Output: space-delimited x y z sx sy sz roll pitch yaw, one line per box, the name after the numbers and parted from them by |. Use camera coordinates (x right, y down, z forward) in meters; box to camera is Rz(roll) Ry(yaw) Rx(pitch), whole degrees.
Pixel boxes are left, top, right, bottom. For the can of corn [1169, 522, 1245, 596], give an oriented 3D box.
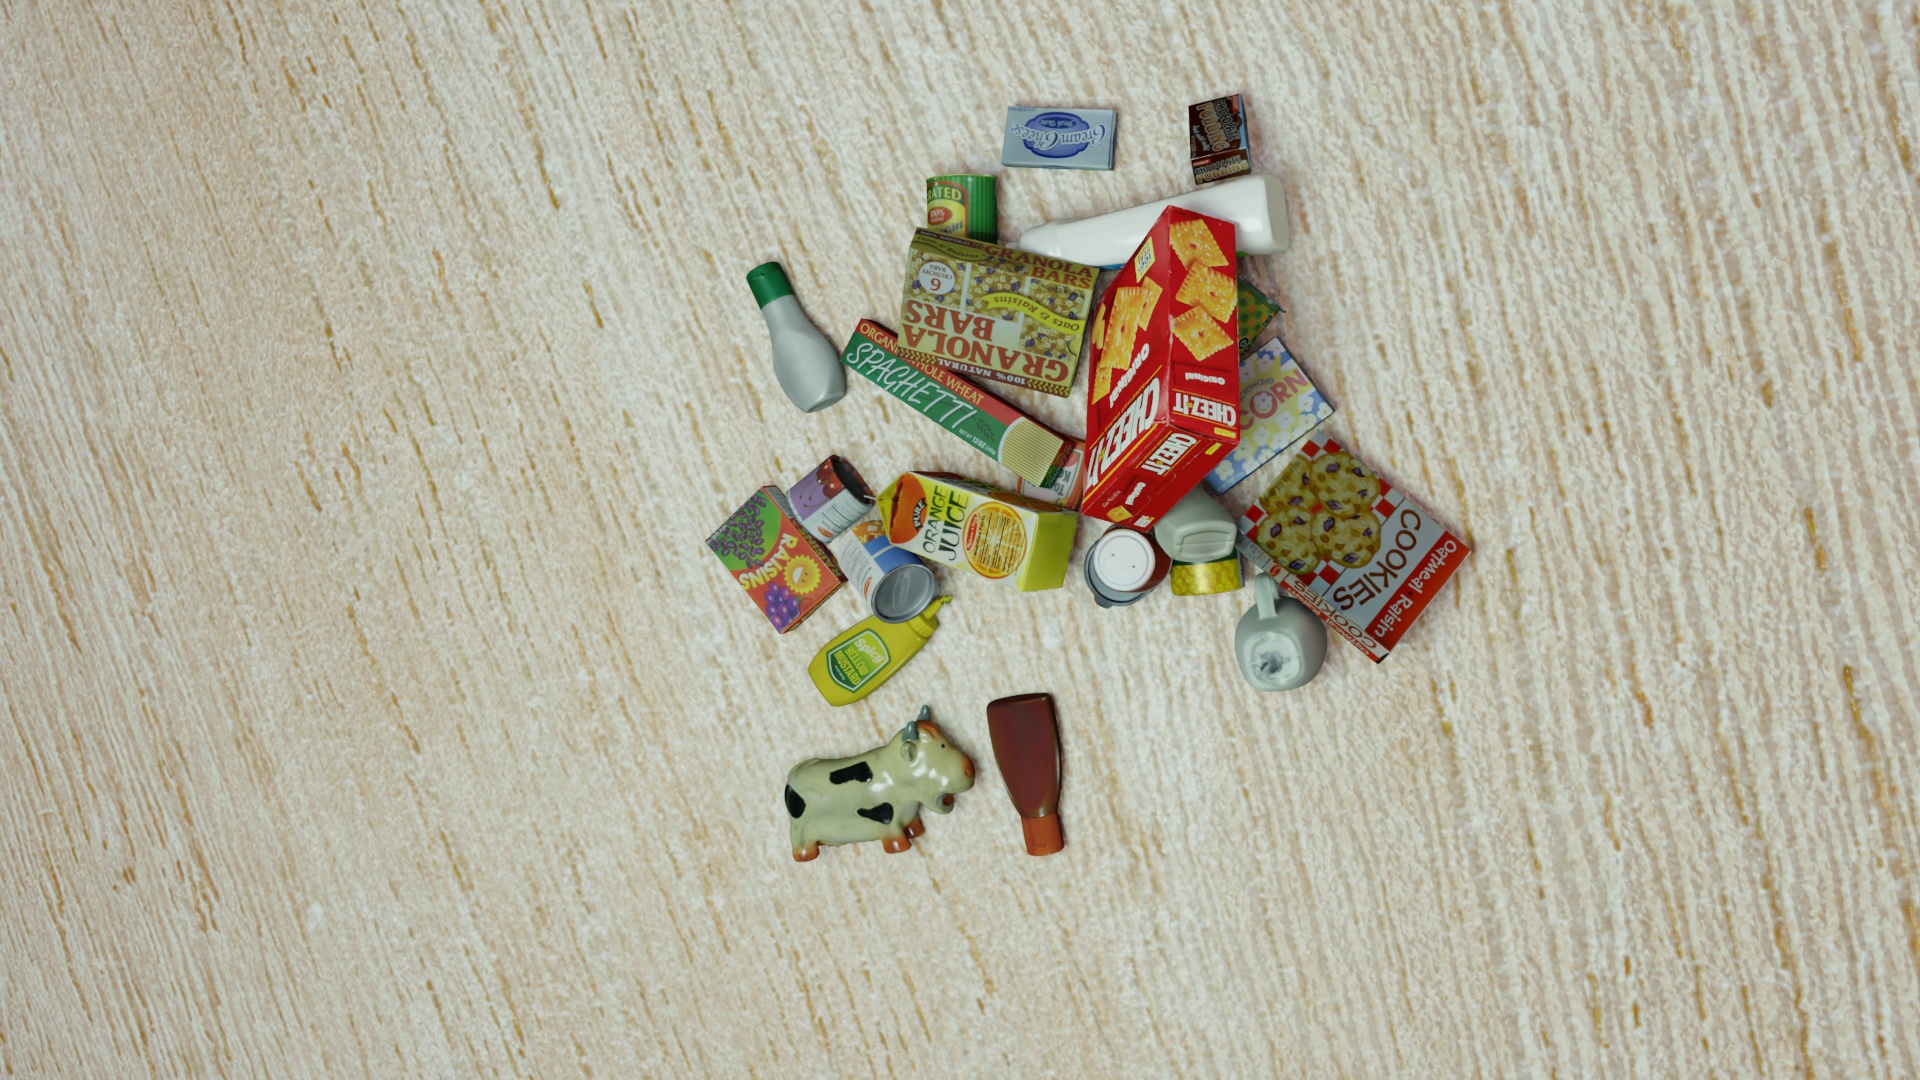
0.216 0.017 1.240 0.071 0.071 0.058 -6 93 17 | can of corn

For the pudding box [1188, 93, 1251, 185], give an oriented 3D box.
0.225 -0.349 1.207 0.049 0.030 0.084 -8 48 16 | pudding box

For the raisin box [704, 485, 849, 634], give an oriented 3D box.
-0.180 0.018 1.371 0.086 0.040 0.123 -41 83 14 | raisin box

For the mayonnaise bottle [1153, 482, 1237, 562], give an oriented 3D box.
0.185 -0.036 1.211 0.065 0.149 0.041 -4 122 -14 | mayonnaise bottle

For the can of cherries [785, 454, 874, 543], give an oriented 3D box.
-0.126 -0.042 1.338 0.058 0.071 0.071 -38 83 16 | can of cherries

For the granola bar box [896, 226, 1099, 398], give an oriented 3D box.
0.030 -0.201 1.240 0.166 0.039 0.123 14 136 4 | granola bar box

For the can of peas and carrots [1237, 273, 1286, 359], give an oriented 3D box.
0.239 -0.199 1.219 0.071 0.071 0.058 40 105 10 | can of peas and carrots

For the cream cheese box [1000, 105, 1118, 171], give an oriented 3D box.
0.091 -0.368 1.272 0.104 0.024 0.053 7 96 16 | cream cheese box

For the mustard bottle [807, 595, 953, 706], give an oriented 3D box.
-0.072 0.097 1.340 0.160 0.049 0.065 -37 85 16 | mustard bottle

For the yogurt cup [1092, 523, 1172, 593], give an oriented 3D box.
0.146 0.015 1.205 0.072 0.054 0.072 1 95 18 | yogurt cup

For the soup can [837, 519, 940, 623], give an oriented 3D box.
-0.068 0.029 1.309 0.071 0.071 0.084 -56 41 13 | soup can

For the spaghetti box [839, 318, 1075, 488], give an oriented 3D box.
-0.008 -0.130 1.291 0.250 0.029 0.050 34 104 23 | spaghetti box

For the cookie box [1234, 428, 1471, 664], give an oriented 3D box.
0.332 0.004 1.193 0.167 0.040 0.123 41 74 10 | cookie box

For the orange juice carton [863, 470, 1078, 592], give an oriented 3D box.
0.005 -0.016 1.268 0.193 0.072 0.073 19 102 34 | orange juice carton

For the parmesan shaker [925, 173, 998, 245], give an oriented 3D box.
0.003 -0.281 1.280 0.071 0.071 0.103 0 94 16 | parmesan shaker

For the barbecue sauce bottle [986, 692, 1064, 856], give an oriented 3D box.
0.067 0.221 1.311 0.065 0.044 0.148 -10 92 17 | barbecue sauce bottle

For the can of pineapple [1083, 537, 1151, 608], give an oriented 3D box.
0.149 0.025 1.265 0.071 0.058 0.071 1 94 17 | can of pineapple

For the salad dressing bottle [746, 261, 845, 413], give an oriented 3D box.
-0.162 -0.198 1.349 0.064 0.044 0.147 -27 85 20 | salad dressing bottle

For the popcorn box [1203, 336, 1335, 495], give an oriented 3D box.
0.256 -0.110 1.234 0.126 0.038 0.085 -37 83 15 | popcorn box

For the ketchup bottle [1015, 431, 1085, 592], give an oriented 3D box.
0.077 -0.027 1.291 0.065 0.043 0.148 20 100 19 | ketchup bottle
